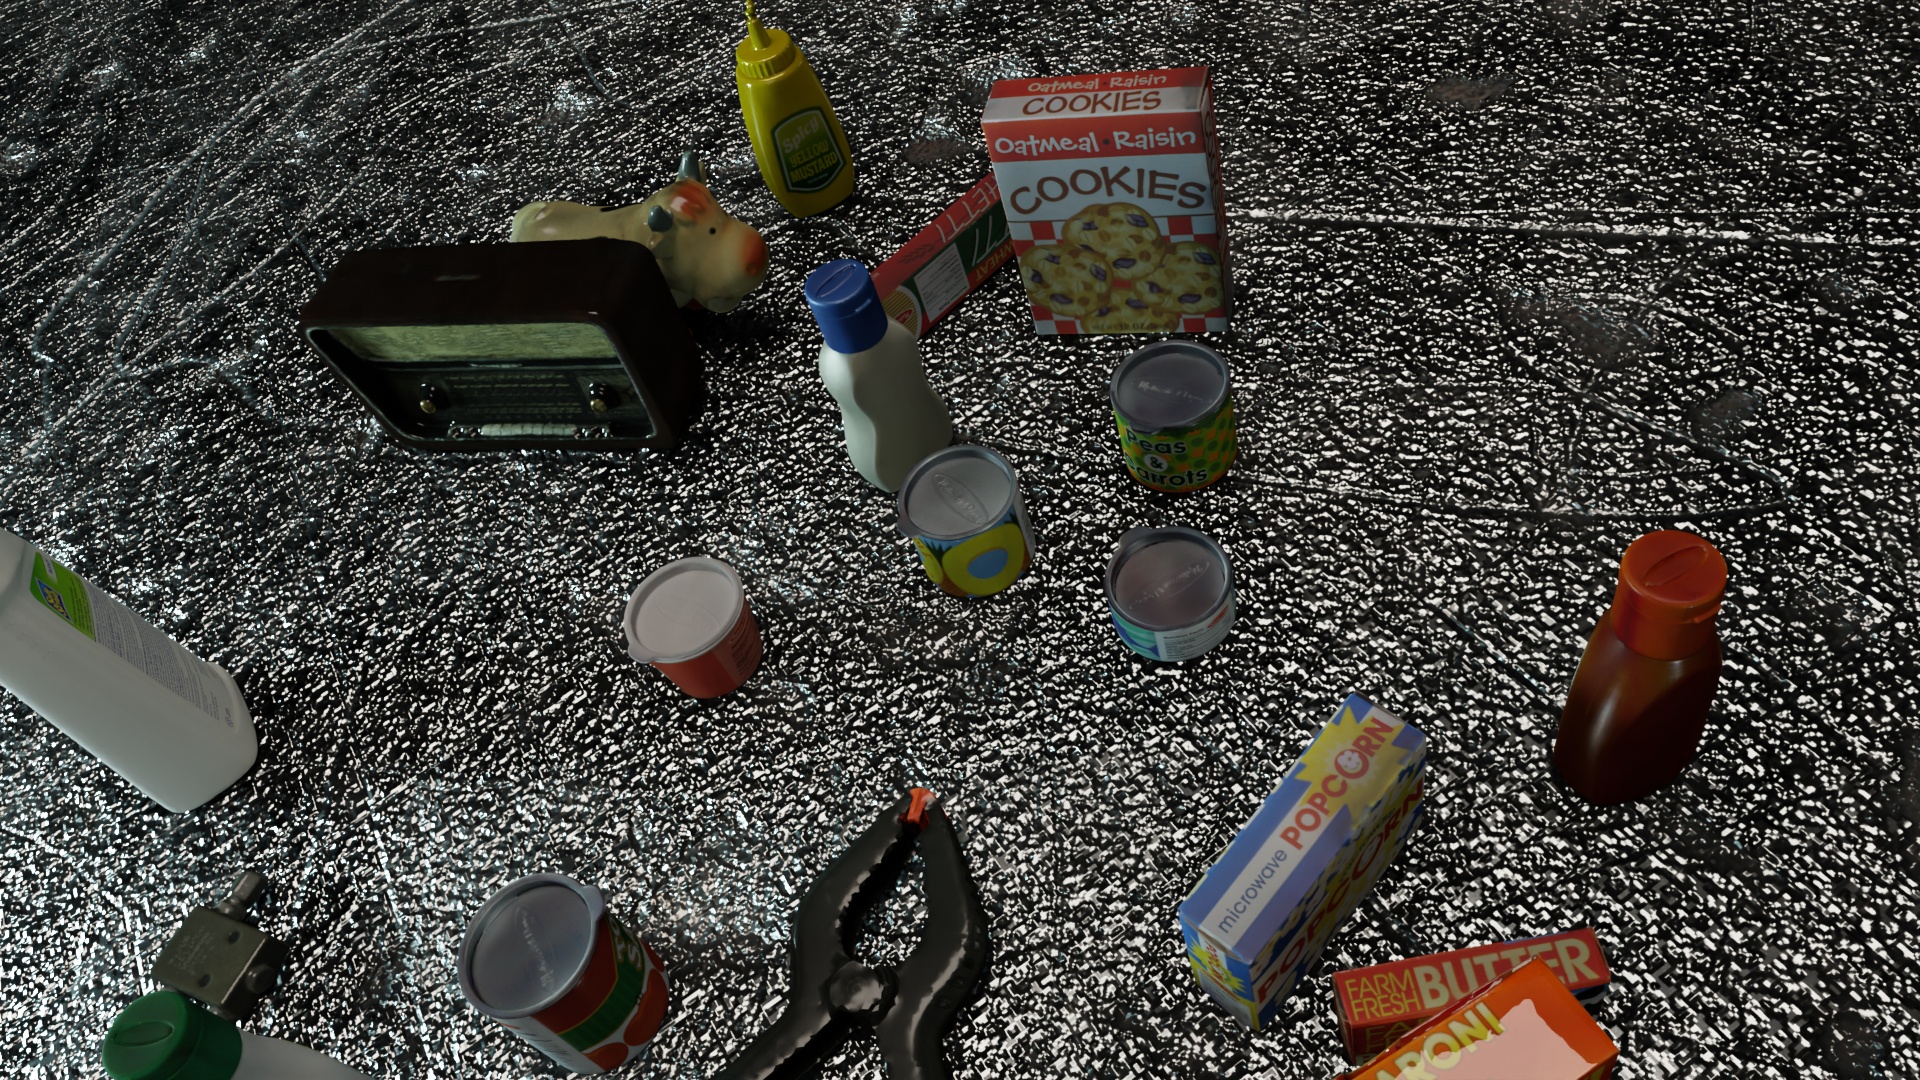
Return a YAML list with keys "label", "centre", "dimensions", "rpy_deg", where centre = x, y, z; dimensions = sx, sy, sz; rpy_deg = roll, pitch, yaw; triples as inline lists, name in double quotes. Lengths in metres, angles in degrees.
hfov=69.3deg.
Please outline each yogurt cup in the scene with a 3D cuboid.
- label: "yogurt cup"
  centre: [-0.144, 0.051, 0.767]
  dimensions: [0.072, 0.053, 0.073]
  rpy_deg: [-8, 51, 11]

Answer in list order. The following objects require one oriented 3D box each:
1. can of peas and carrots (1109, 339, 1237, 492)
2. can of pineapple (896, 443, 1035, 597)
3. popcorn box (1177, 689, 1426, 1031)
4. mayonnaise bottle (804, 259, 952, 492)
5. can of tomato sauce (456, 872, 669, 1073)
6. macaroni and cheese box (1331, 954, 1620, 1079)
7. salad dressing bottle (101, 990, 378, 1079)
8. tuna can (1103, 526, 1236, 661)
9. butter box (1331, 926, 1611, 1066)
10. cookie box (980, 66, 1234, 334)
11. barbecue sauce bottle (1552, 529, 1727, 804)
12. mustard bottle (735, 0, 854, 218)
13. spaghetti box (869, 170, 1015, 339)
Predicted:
- label: "can of peas and carrots"
  centre: [0.120, -0.067, 0.777]
  dimensions: [0.071, 0.058, 0.071]
  rpy_deg: [-8, 51, 11]
- label: "can of pineapple"
  centre: [0.003, -0.010, 0.768]
  dimensions: [0.071, 0.057, 0.071]
  rpy_deg: [-8, 51, 11]
- label: "popcorn box"
  centre: [0.147, 0.137, 0.592]
  dimensions: [0.038, 0.085, 0.127]
  rpy_deg: [31, 67, 34]
- label: "mayonnaise bottle"
  centre: [-0.049, -0.094, 0.791]
  dimensions: [0.041, 0.147, 0.065]
  rpy_deg: [33, 68, 34]
- label: "can of tomato sauce"
  centre: [-0.179, 0.200, 0.642]
  dimensions: [0.071, 0.082, 0.071]
  rpy_deg: [-8, 51, 11]
- label: "macaroni and cheese box"
  centre: [0.153, 0.217, 0.475]
  dimensions: [0.124, 0.165, 0.040]
  rpy_deg: [-30, 51, -8]
- label: "salad dressing bottle"
  centre: [-0.307, 0.239, 0.606]
  dimensions: [0.064, 0.147, 0.044]
  rpy_deg: [-8, 51, 11]
- label: "tuna can"
  centre: [0.108, 0.026, 0.724]
  dimensions: [0.071, 0.032, 0.071]
  rpy_deg: [-8, 51, 10]
- label: "butter box"
  centre: [0.204, 0.184, 0.559]
  dimensions: [0.103, 0.053, 0.024]
  rpy_deg: [-13, 51, 7]
- label: "cookie box"
  centre: [0.091, -0.194, 0.815]
  dimensions: [0.123, 0.166, 0.040]
  rpy_deg: [2, 54, 18]
- label: "barbecue sauce bottle"
  centre: [0.285, 0.054, 0.575]
  dimensions: [0.065, 0.148, 0.044]
  rpy_deg: [-28, 51, -6]
- label: "mustard bottle"
  centre: [-0.123, -0.301, 0.967]
  dimensions: [0.065, 0.159, 0.049]
  rpy_deg: [-30, 51, -7]
- label: "spaghetti box"
  centre: [0.012, -0.202, 0.921]
  dimensions: [0.029, 0.050, 0.251]
  rpy_deg: [33, 68, 34]
